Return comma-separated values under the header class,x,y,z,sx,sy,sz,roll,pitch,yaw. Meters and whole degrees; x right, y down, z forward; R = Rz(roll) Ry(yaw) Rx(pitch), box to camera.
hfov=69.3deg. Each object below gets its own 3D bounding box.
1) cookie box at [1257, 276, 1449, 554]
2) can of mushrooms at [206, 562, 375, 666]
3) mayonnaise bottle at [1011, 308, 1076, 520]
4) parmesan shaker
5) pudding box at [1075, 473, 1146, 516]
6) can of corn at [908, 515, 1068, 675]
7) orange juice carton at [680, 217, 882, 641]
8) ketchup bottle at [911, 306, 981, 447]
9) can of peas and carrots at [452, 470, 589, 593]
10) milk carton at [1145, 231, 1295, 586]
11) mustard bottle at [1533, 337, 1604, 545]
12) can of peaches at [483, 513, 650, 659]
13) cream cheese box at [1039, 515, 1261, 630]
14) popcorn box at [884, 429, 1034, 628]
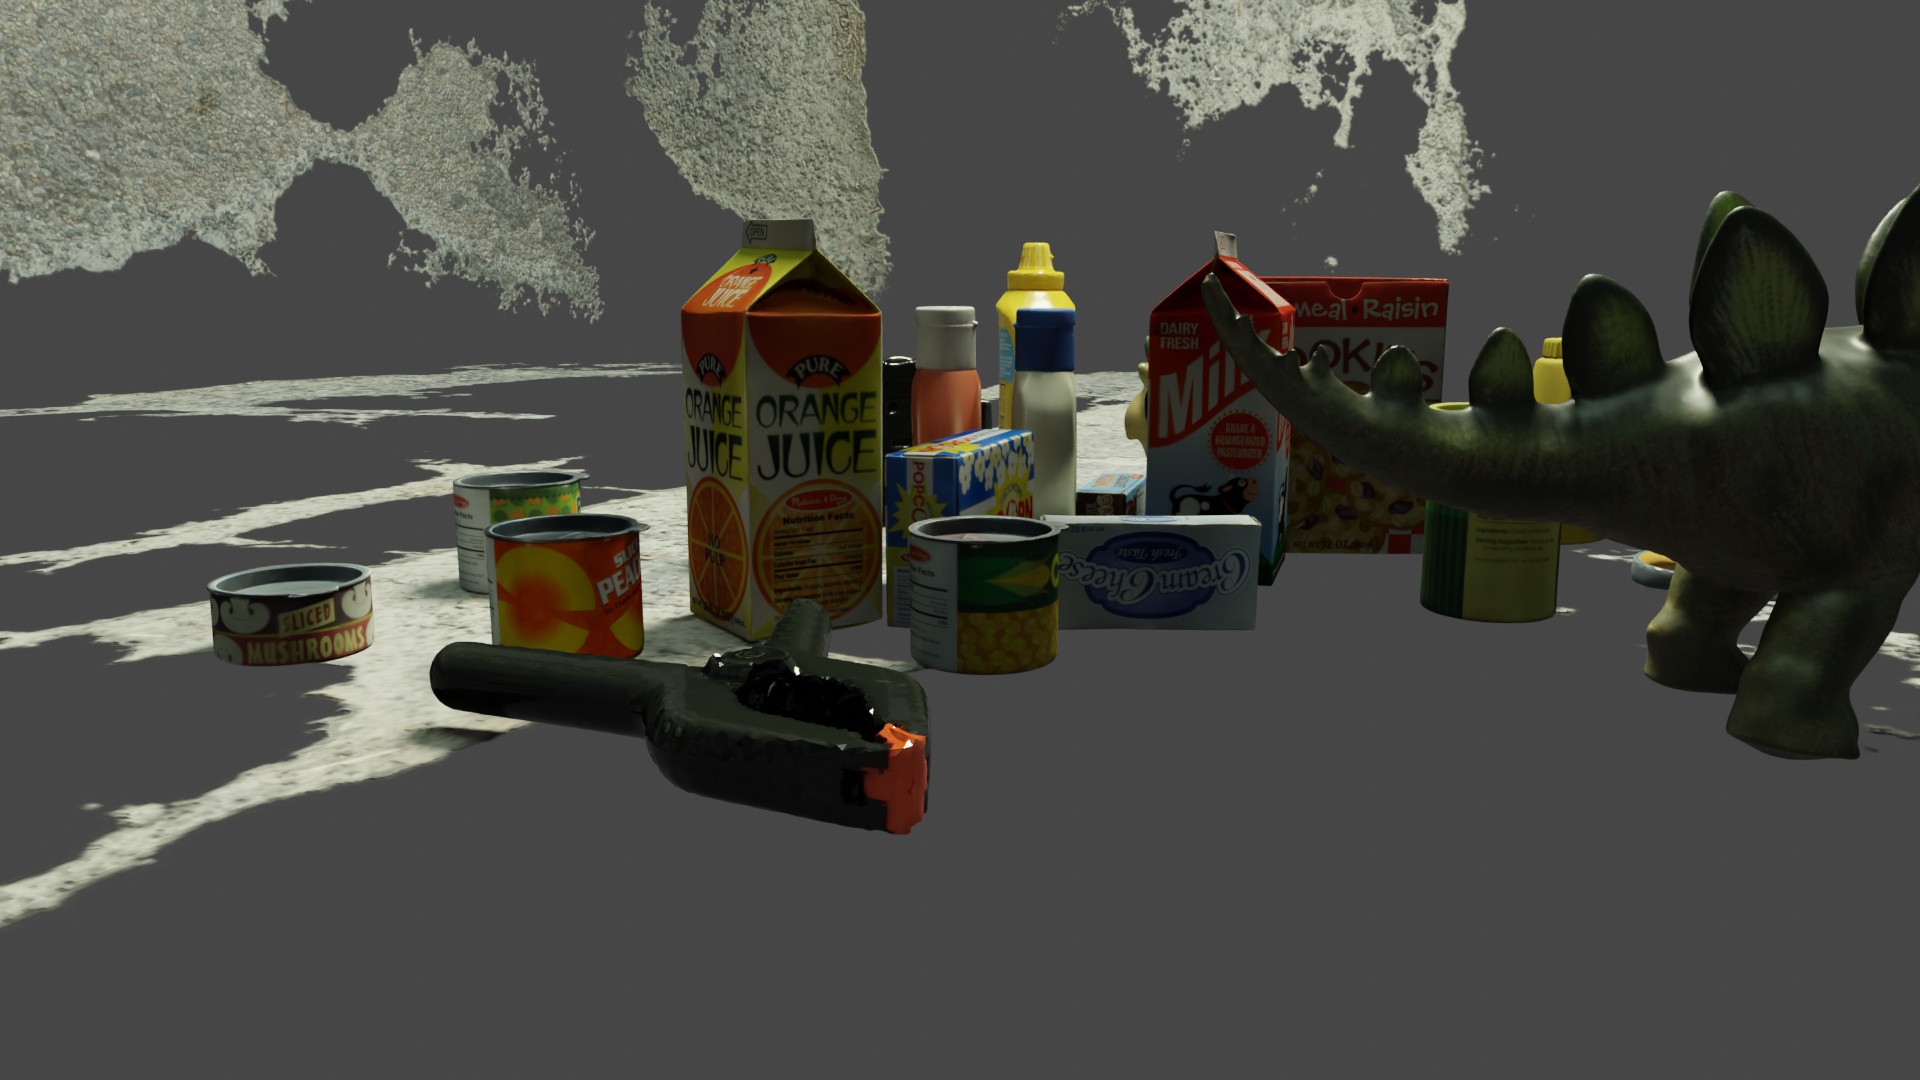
class,x,y,z,sx,sy,sz,roll,pitch,yaw
cookie box,0.227,-0.076,0.847,0.123,0.167,0.040,0,10,1
can of mushrooms,-0.296,0.032,0.618,0.071,0.033,0.071,0,10,0
mayonnaise bottle,0.052,-0.067,0.851,0.041,0.147,0.065,0,10,-3
parmesan shaker,0.264,-0.016,0.698,0.071,0.103,0.071,0,10,0
pudding box,0.089,-0.011,0.815,0.030,0.049,0.084,3,11,16
can of corn,0.013,0.023,0.610,0.071,0.058,0.071,0,10,0
orange juice carton,-0.085,-0.056,0.663,0.073,0.192,0.072,-6,12,-33
ketchup bottle,-0.008,-0.068,0.852,0.043,0.148,0.065,1,10,7
can of peas and carrots,-0.237,-0.006,0.756,0.071,0.058,0.071,0,10,0
milk carton,0.147,-0.076,0.782,0.073,0.190,0.072,4,10,19
mustard bottle,0.391,-0.079,0.887,0.065,0.160,0.049,-5,11,-25
can of peaches,-0.171,0.022,0.612,0.071,0.058,0.071,0,10,0
cream cheese box,0.089,0.015,0.662,0.104,0.053,0.024,0,10,-2
popcorn box,0.003,-0.009,0.705,0.038,0.085,0.127,4,11,19
